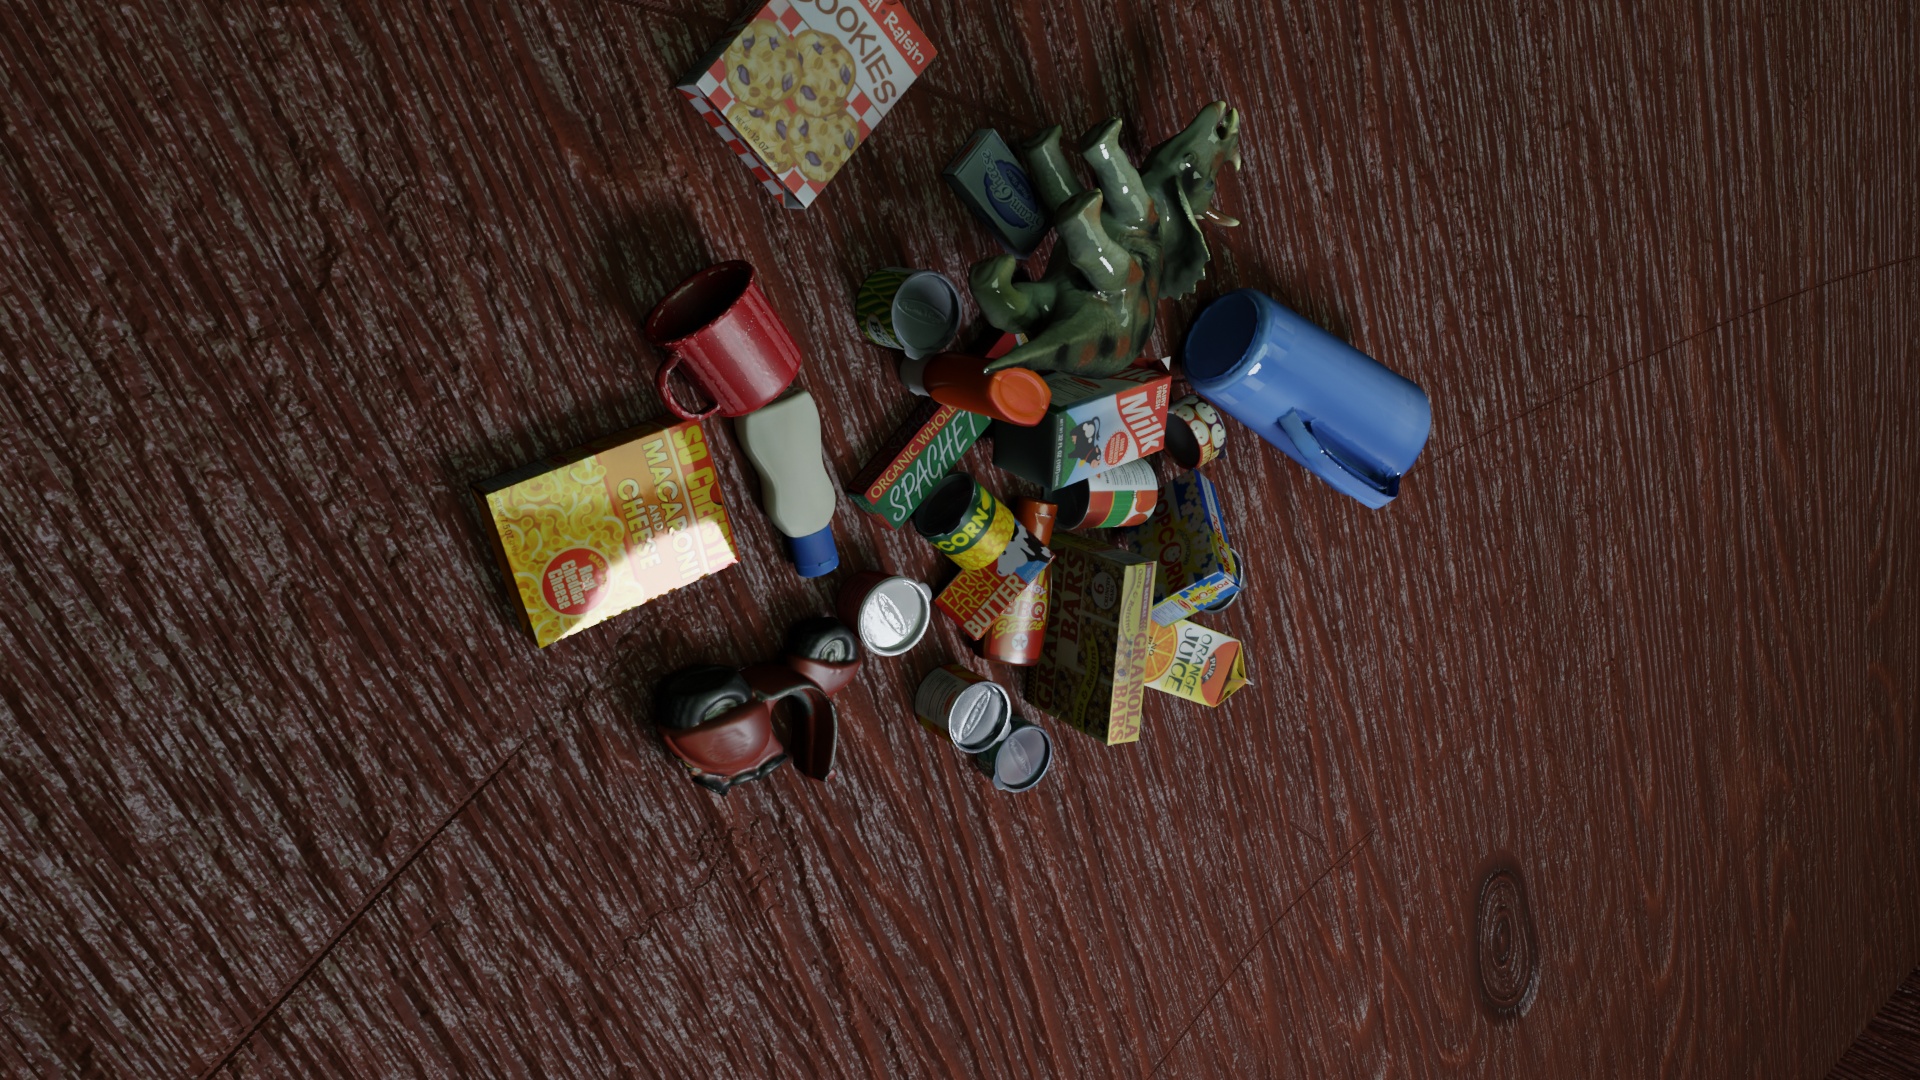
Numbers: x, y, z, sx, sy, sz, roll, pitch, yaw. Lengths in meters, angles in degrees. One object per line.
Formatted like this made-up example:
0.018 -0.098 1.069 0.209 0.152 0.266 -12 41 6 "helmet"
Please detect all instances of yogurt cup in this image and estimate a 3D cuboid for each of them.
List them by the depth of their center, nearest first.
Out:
-0.068 0.057 1.161 0.072 0.054 0.072 -10 107 -32 "yogurt cup"

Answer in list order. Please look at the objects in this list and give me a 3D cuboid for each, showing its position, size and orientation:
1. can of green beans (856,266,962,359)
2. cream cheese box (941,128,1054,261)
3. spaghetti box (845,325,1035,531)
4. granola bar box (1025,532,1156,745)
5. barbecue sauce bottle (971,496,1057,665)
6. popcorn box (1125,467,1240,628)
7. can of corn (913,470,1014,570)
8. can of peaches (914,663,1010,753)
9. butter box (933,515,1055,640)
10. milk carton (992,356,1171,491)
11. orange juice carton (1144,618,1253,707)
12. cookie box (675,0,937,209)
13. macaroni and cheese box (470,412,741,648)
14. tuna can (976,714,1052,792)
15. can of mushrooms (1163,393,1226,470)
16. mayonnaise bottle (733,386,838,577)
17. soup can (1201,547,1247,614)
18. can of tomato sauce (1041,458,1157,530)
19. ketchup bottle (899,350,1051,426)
-0.042 -0.185 1.114 0.071 0.058 0.071 -10 107 -33 "can of green beans"
0.036 -0.289 1.162 0.103 0.024 0.053 44 77 -34 "cream cheese box"
0.002 -0.115 1.181 0.251 0.029 0.050 -50 124 -14 "spaghetti box"
0.114 0.086 1.250 0.039 0.124 0.165 -4 104 -34 "granola bar box"
0.054 0.036 1.246 0.065 0.044 0.148 9 96 -25 "barbecue sauce bottle"
0.201 0.006 1.276 0.085 0.127 0.038 -31 135 28 "popcorn box"
0.004 -0.015 1.182 0.058 0.071 0.071 40 79 -36 "can of corn"
0.003 0.149 1.231 0.071 0.058 0.071 -10 107 -33 "can of peaches"
0.030 0.033 1.210 0.053 0.024 0.103 43 93 6 "butter box"
0.121 -0.110 1.222 0.191 0.073 0.072 -22 125 -39 "milk carton"
0.200 0.107 1.347 0.193 0.072 0.073 20 91 -36 "orange juice carton"
-0.110 -0.352 1.036 0.168 0.040 0.122 -53 124 -12 "cookie box"
-0.256 -0.011 1.022 0.167 0.040 0.123 -25 116 -27 "macaroni and cheese box"
0.048 0.199 1.290 0.071 0.033 0.071 -10 107 -33 "tuna can"
0.218 -0.100 1.308 0.033 0.071 0.070 -31 118 -23 "can of mushrooms"
-0.131 -0.043 1.100 0.065 0.041 0.147 -25 116 -26 "mayonnaise bottle"
0.221 0.029 1.334 0.071 0.084 0.071 -10 108 -32 "soup can"
0.126 -0.043 1.263 0.083 0.071 0.071 -3 104 -35 "can of tomato sauce"
0.005 -0.126 1.105 0.064 0.149 0.043 28 86 -37 "ketchup bottle"
